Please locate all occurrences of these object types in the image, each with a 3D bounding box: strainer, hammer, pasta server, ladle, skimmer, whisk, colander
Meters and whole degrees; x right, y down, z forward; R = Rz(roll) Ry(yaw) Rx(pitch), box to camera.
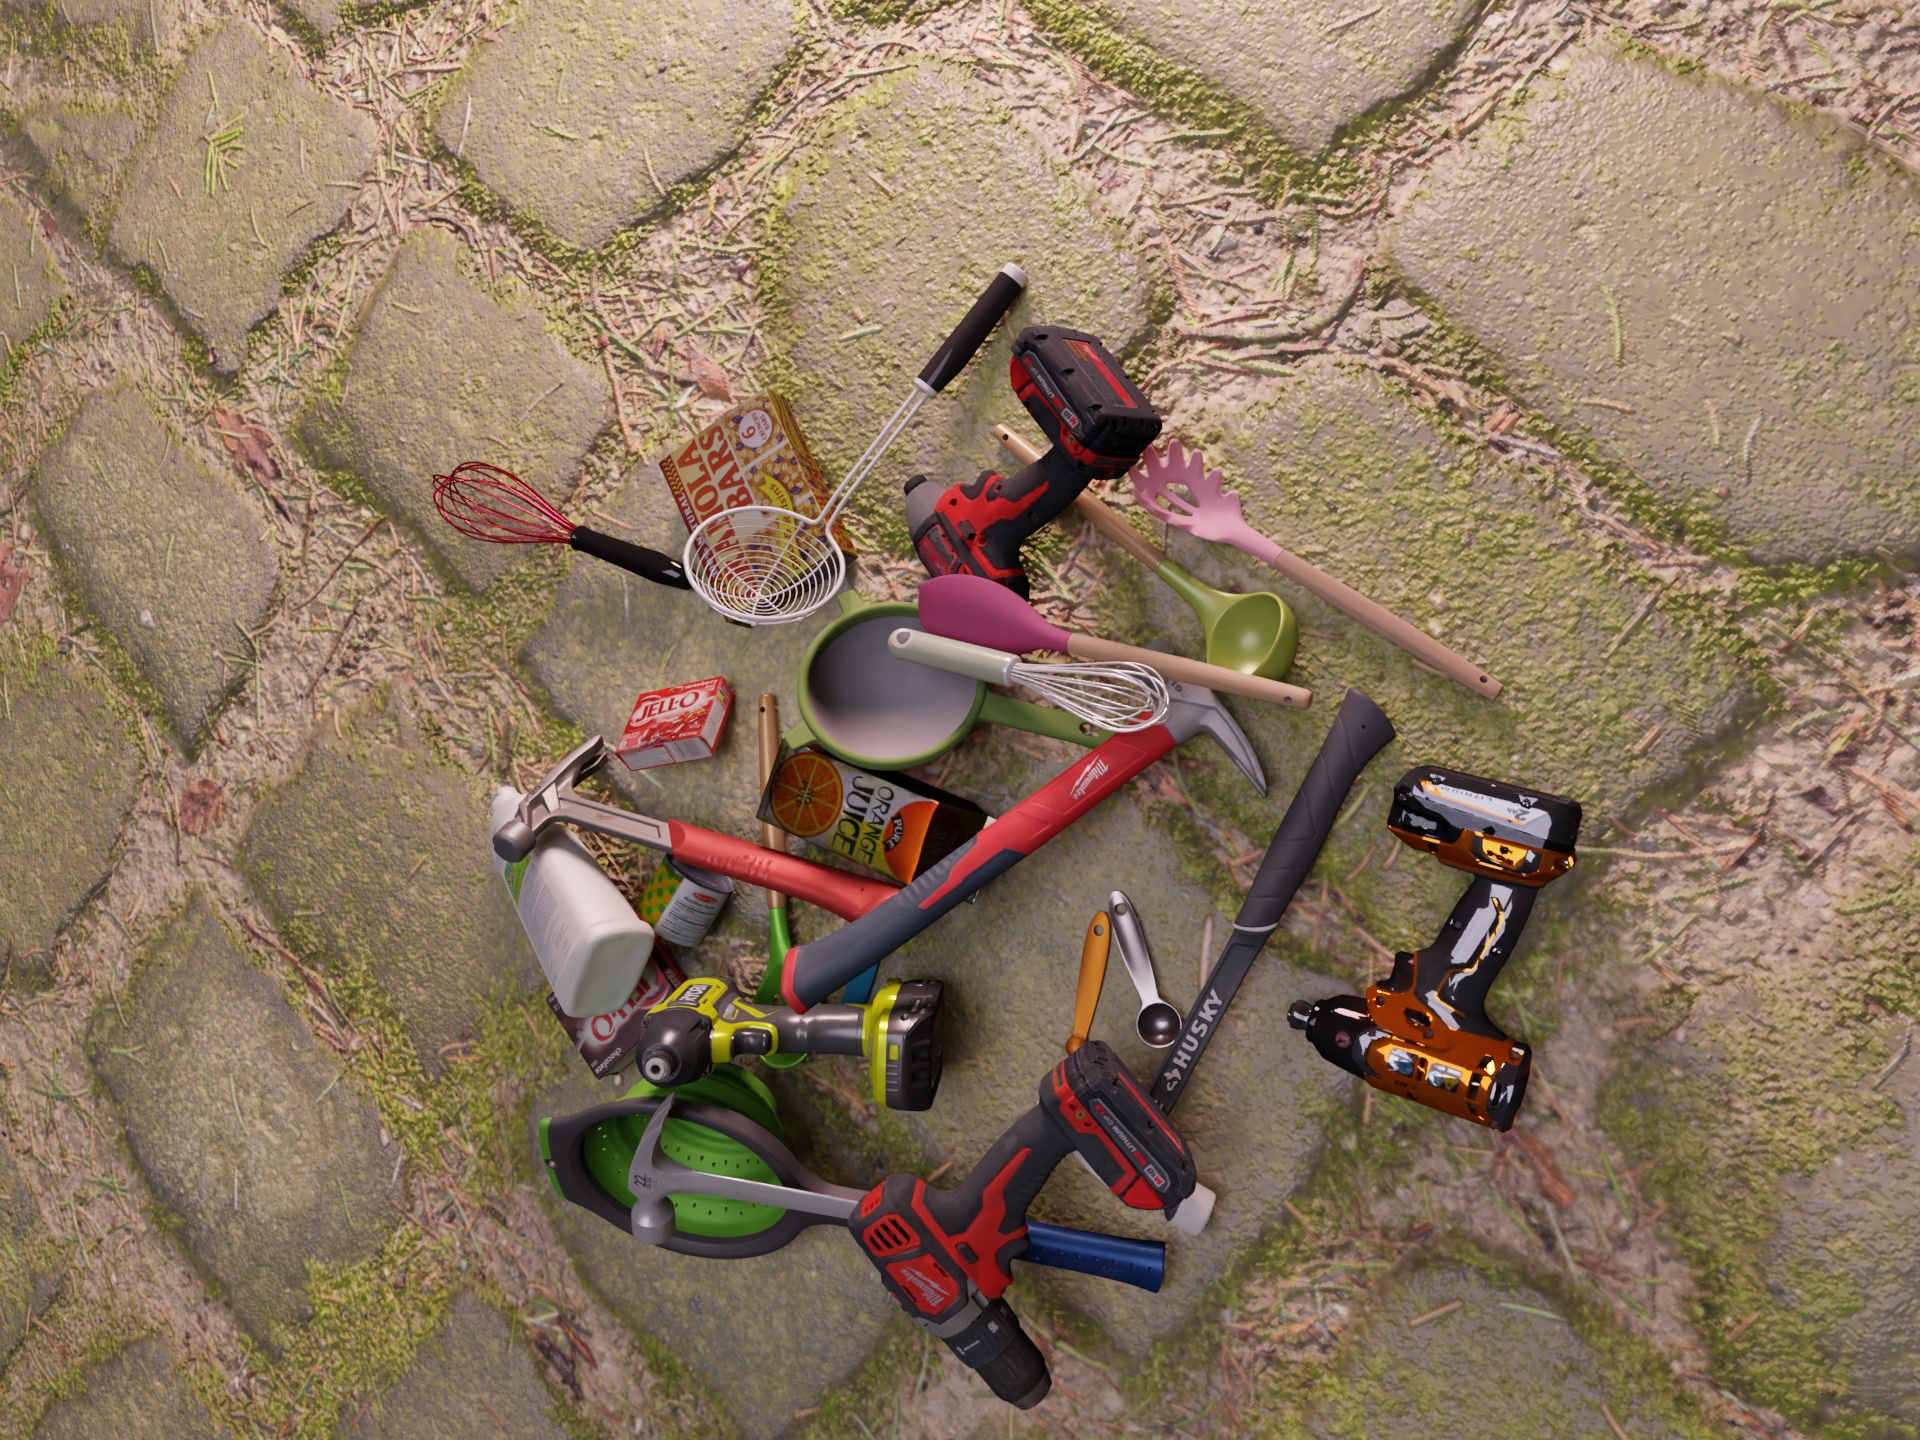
[{"bbox_3d":[-0.002,-0.004,1.265,0.256,0.069,0.152,14,63,8],"label":"strainer"},{"bbox_3d":[0.039,0.104,1.173,0.386,0.038,0.143,-36,72,-4],"label":"hammer"},{"bbox_3d":[0.255,-0.107,1.160,0.316,0.040,0.060,36,80,21],"label":"pasta server"},{"bbox_3d":[0.130,-0.135,1.212,0.320,0.062,0.078,44,107,24],"label":"ladle"},{"bbox_3d":[-0.074,-0.227,1.264,0.127,0.090,0.363,40,93,20],"label":"skimmer"},{"bbox_3d":[-0.202,0.102,1.312,0.359,0.149,0.036,13,130,22],"label":"hammer"},{"bbox_3d":[0.200,0.163,1.155,0.149,0.036,0.409,27,95,7],"label":"hammer"},{"bbox_3d":[-0.050,0.367,1.186,0.405,0.035,0.144,9,124,5],"label":"hammer"},{"bbox_3d":[0.046,-0.035,1.183,0.246,0.059,0.058,15,64,32],"label":"whisk"},{"bbox_3d":[-0.132,0.351,1.279,0.397,0.095,0.204,8,130,8],"label":"colander"},{"bbox_3d":[-0.362,-0.172,1.442,0.296,0.073,0.073,21,95,20],"label":"whisk"}]

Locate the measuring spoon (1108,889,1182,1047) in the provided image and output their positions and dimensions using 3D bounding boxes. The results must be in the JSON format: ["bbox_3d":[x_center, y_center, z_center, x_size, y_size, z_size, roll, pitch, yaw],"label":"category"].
[{"bbox_3d":[0.138,0.188,1.209,0.034,0.018,0.124,-21,71,12],"label":"measuring spoon"}]

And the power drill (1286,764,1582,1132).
[{"bbox_3d":[0.323,0.149,1.089,0.164,0.084,0.226,15,97,25],"label":"power drill"}]

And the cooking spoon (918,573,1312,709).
[{"bbox_3d":[0.104,-0.052,1.172,0.319,0.017,0.068,15,123,26],"label":"cooking spoon"}]

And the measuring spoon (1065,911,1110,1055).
[{"bbox_3d":[0.098,0.205,1.225,0.021,0.011,0.117,11,91,25],"label":"measuring spoon"}]

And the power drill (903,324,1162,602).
[{"bbox_3d":[0.040,-0.189,1.221,0.219,0.078,0.143,-50,62,34],"label":"power drill"}]

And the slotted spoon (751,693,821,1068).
[{"bbox_3d":[-0.153,0.132,1.340,0.070,0.031,0.314,-8,81,23],"label":"slotted spoon"}]

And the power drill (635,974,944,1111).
[{"bbox_3d":[-0.129,0.245,1.217,0.223,0.171,0.080,1,95,5],"label":"power drill"}]

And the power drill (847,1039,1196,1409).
[{"bbox_3d":[0.058,0.356,1.114,0.226,0.080,0.188,-39,92,5],"label":"power drill"}]

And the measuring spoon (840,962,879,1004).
[{"bbox_3d":[-0.081,0.205,1.302,0.042,0.021,0.128,23,95,25],"label":"measuring spoon"}]
